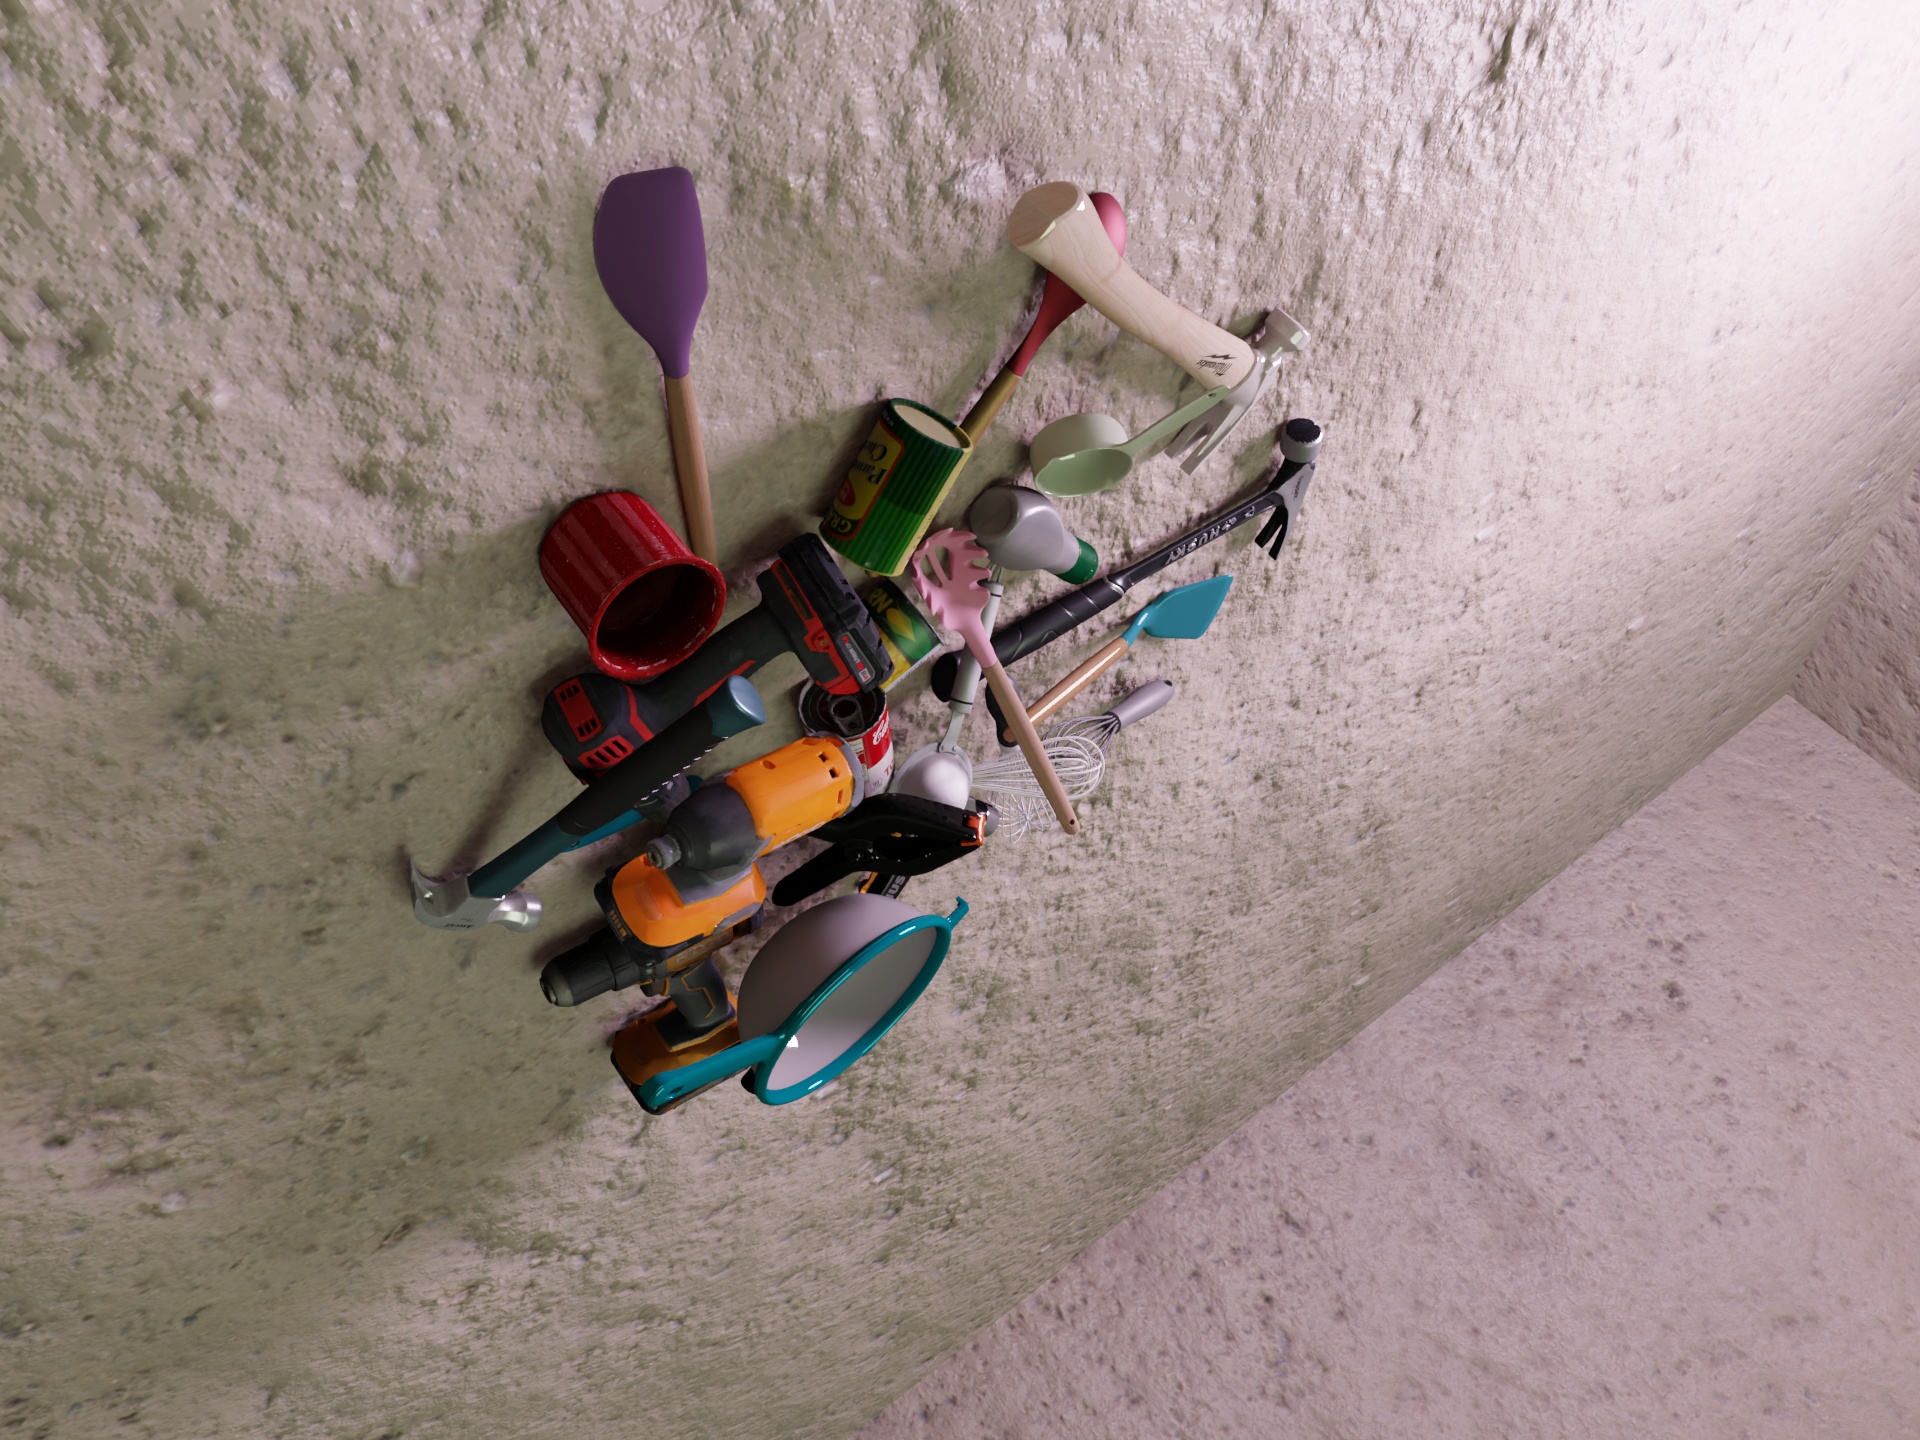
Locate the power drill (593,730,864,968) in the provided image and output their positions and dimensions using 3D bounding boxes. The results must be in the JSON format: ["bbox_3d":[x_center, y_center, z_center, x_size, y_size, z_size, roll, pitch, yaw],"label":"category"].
[{"bbox_3d":[-0.181,0.098,1.140,0.164,0.084,0.226,-25,168,-40],"label":"power drill"}]

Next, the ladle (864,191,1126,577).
[{"bbox_3d":[0.021,-0.225,1.113,0.069,0.031,0.315,6,128,-53],"label":"ladle"}]

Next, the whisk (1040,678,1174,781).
[{"bbox_3d":[0.145,0.003,1.492,0.239,0.055,0.055,-30,152,-51],"label":"whisk"}]

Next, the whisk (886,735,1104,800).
[{"bbox_3d":[0.003,0.048,1.349,0.246,0.058,0.059,-4,110,-11],"label":"whisk"}]

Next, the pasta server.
[{"bbox_3d":[0.036,-0.023,1.263,0.060,0.040,0.316,-35,122,-12],"label":"pasta server"}]

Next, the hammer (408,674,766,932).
[{"bbox_3d":[-0.247,0.062,1.053,0.331,0.033,0.128,-33,153,30],"label":"hammer"}]

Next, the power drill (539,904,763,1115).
[{"bbox_3d":[-0.255,0.235,1.336,0.185,0.084,0.226,-24,141,-28],"label":"power drill"}]

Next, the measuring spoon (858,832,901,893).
[{"bbox_3d":[-0.068,0.116,1.469,0.021,0.011,0.117,-3,129,-48],"label":"measuring spoon"}]

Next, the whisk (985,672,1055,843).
[{"bbox_3d":[0.047,0.034,1.423,0.070,0.070,0.284,-35,153,-11],"label":"whisk"}]

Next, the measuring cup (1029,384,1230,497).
[{"bbox_3d":[0.122,-0.216,1.162,0.167,0.038,0.083,-26,157,34],"label":"measuring cup"}]

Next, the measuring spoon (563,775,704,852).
[{"bbox_3d":[-0.243,0.079,1.198,0.128,0.021,0.042,-23,145,-33],"label":"measuring spoon"}]

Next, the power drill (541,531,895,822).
[{"bbox_3d":[-0.164,-0.014,1.112,0.226,0.080,0.187,-32,156,-4],"label":"power drill"}]

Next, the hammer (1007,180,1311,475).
[{"bbox_3d":[0.132,-0.275,1.119,0.146,0.038,0.410,-50,156,17],"label":"hammer"}]

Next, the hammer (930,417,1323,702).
[{"bbox_3d":[0.147,-0.123,1.384,0.409,0.036,0.149,-30,149,-19],"label":"hammer"}]

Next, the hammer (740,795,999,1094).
[{"bbox_3d":[-0.101,0.197,1.434,0.146,0.035,0.335,26,100,-47],"label":"hammer"}]

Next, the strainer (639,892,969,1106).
[{"bbox_3d":[-0.149,0.222,1.275,0.340,0.095,0.211,-12,140,-55],"label":"strainer"}]

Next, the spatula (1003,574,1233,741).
[{"bbox_3d":[0.139,-0.051,1.412,0.317,0.044,0.082,-37,158,-43],"label":"spatula"}]

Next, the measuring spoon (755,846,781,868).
[{"bbox_3d":[-0.177,0.137,1.356,0.034,0.018,0.124,-11,138,-42],"label":"measuring spoon"}]

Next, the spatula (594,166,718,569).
[{"bbox_3d":[-0.168,-0.187,0.946,0.059,0.018,0.315,-14,144,-11],"label":"spatula"}]

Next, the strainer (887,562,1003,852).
[{"bbox_3d":[-0.002,-0.004,1.285,0.086,0.050,0.258,8,100,-42],"label":"strainer"}]
